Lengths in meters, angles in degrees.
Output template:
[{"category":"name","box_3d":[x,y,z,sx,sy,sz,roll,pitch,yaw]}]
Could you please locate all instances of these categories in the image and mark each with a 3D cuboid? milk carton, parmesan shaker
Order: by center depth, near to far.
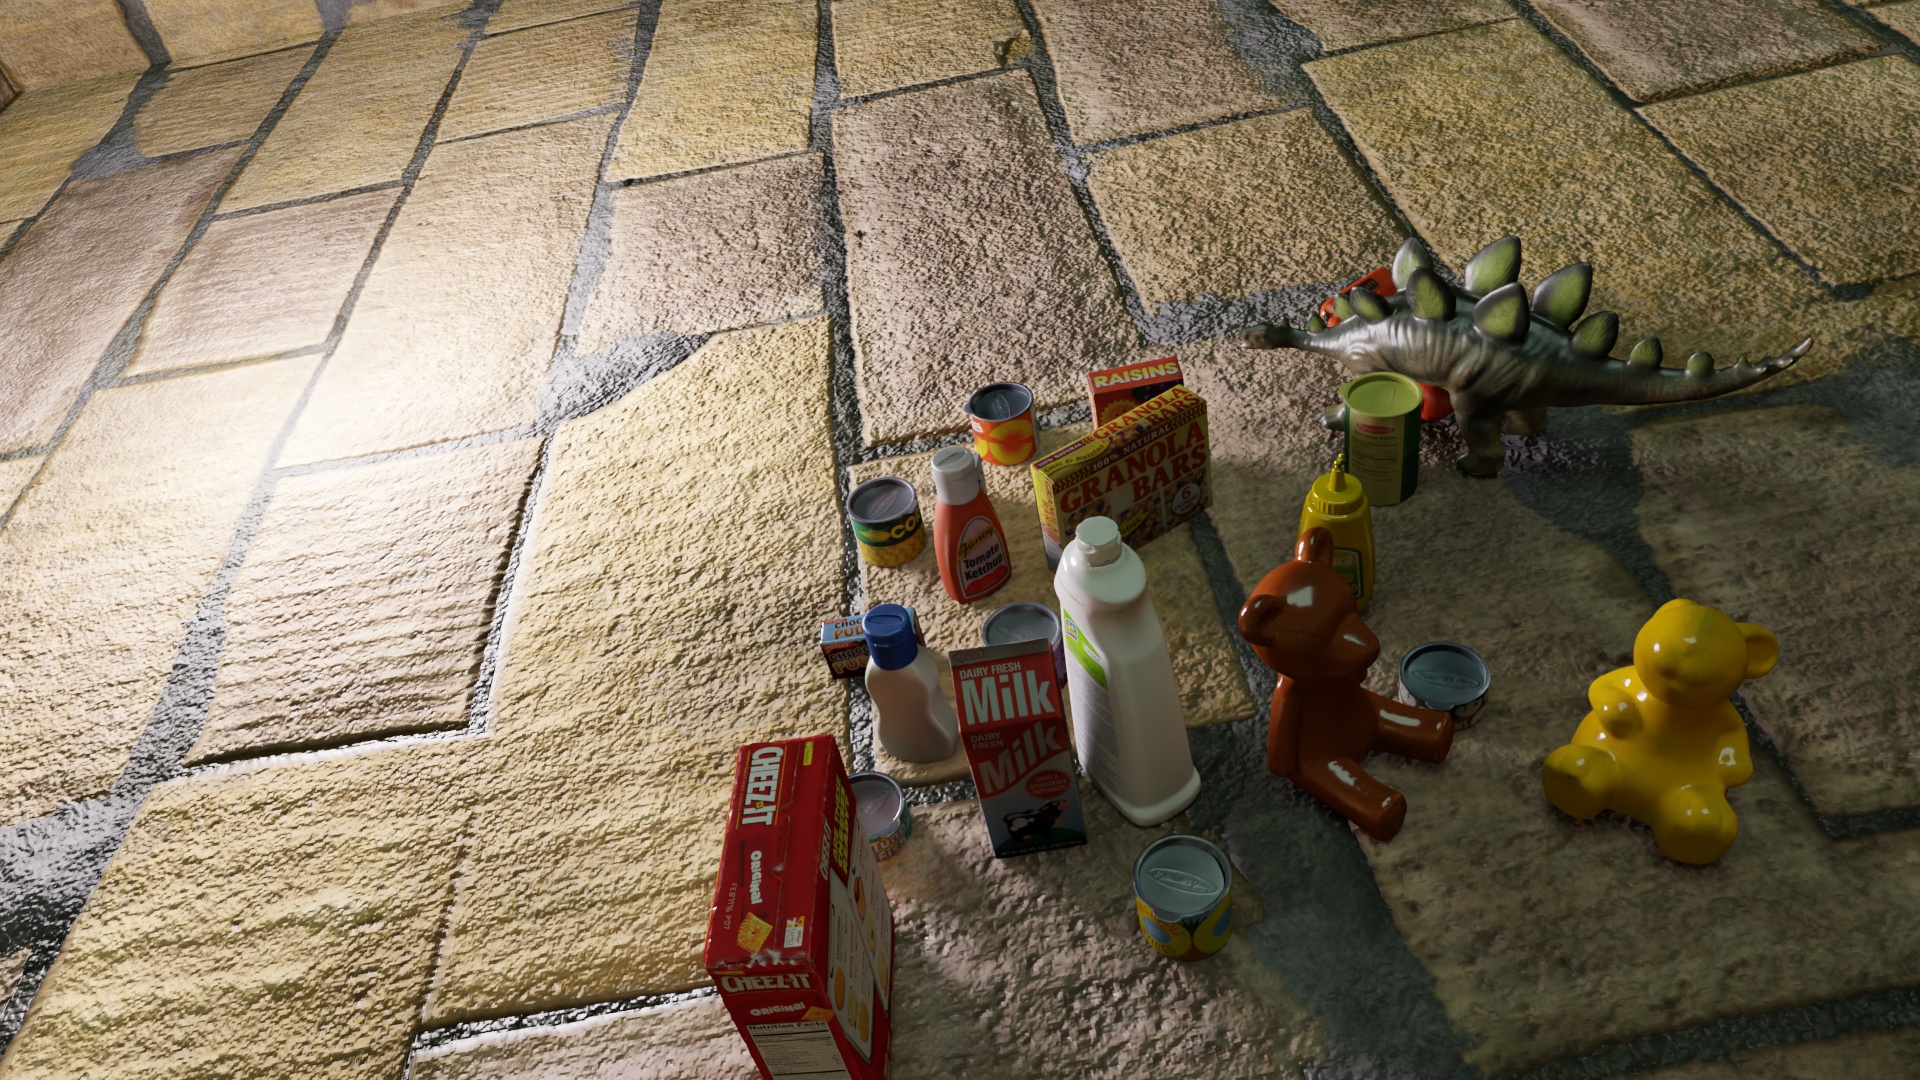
[{"category":"milk carton","box_3d":[0.042,0.140,0.999,0.072,0.189,0.074,-9,41,4]},{"category":"parmesan shaker","box_3d":[0.374,-0.091,1.243,0.071,0.102,0.072,-7,41,6]}]

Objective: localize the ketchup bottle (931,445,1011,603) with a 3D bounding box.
[{"category":"ketchup bottle","box_3d":[0.004,-0.015,1.215,0.065,0.148,0.043,-29,43,-18]}]

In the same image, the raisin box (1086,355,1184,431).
[{"category":"raisin box","box_3d":[0.168,-0.106,1.296,0.086,0.122,0.040,-10,41,3]}]

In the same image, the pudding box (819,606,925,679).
[{"category":"pudding box","box_3d":[-0.075,0.088,1.194,0.084,0.049,0.030,-9,41,5]}]

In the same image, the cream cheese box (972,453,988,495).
[{"category":"cream cheese box","box_3d":[0.005,-0.030,1.304,0.024,0.053,0.104,-2,42,12]}]

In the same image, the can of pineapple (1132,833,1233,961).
[{"category":"can of pineapple","box_3d":[0.152,0.246,0.953,0.071,0.057,0.071,-7,41,6]}]

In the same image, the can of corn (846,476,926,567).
[{"category":"can of corn","box_3d":[-0.066,-0.017,1.303,0.071,0.058,0.071,-7,41,6]}]

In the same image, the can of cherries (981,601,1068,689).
[{"category":"can of cherries","box_3d":[0.052,0.095,1.148,0.071,0.058,0.072,-7,41,6]}]

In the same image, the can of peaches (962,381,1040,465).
[{"category":"can of peaches","box_3d":[0.042,-0.116,1.389,0.071,0.057,0.071,-7,41,6]}]

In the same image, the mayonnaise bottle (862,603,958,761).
[{"category":"mayonnaise bottle","box_3d":[-0.043,0.112,1.084,0.065,0.147,0.041,1,43,15]}]

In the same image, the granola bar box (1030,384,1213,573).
[{"category":"granola bar box","box_3d":[0.146,-0.049,1.237,0.166,0.123,0.039,-29,43,-18]}]

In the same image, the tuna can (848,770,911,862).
[{"category":"tuna can","box_3d":[-0.070,0.214,1.064,0.071,0.032,0.071,-7,41,6]}]

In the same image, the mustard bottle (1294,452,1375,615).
[{"category":"mustard bottle","box_3d":[0.302,-0.005,1.121,0.065,0.159,0.049,0,43,15]}]

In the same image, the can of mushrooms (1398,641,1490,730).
[{"category":"can of mushrooms","box_3d":[0.370,0.114,1.066,0.071,0.033,0.071,-7,41,6]}]
